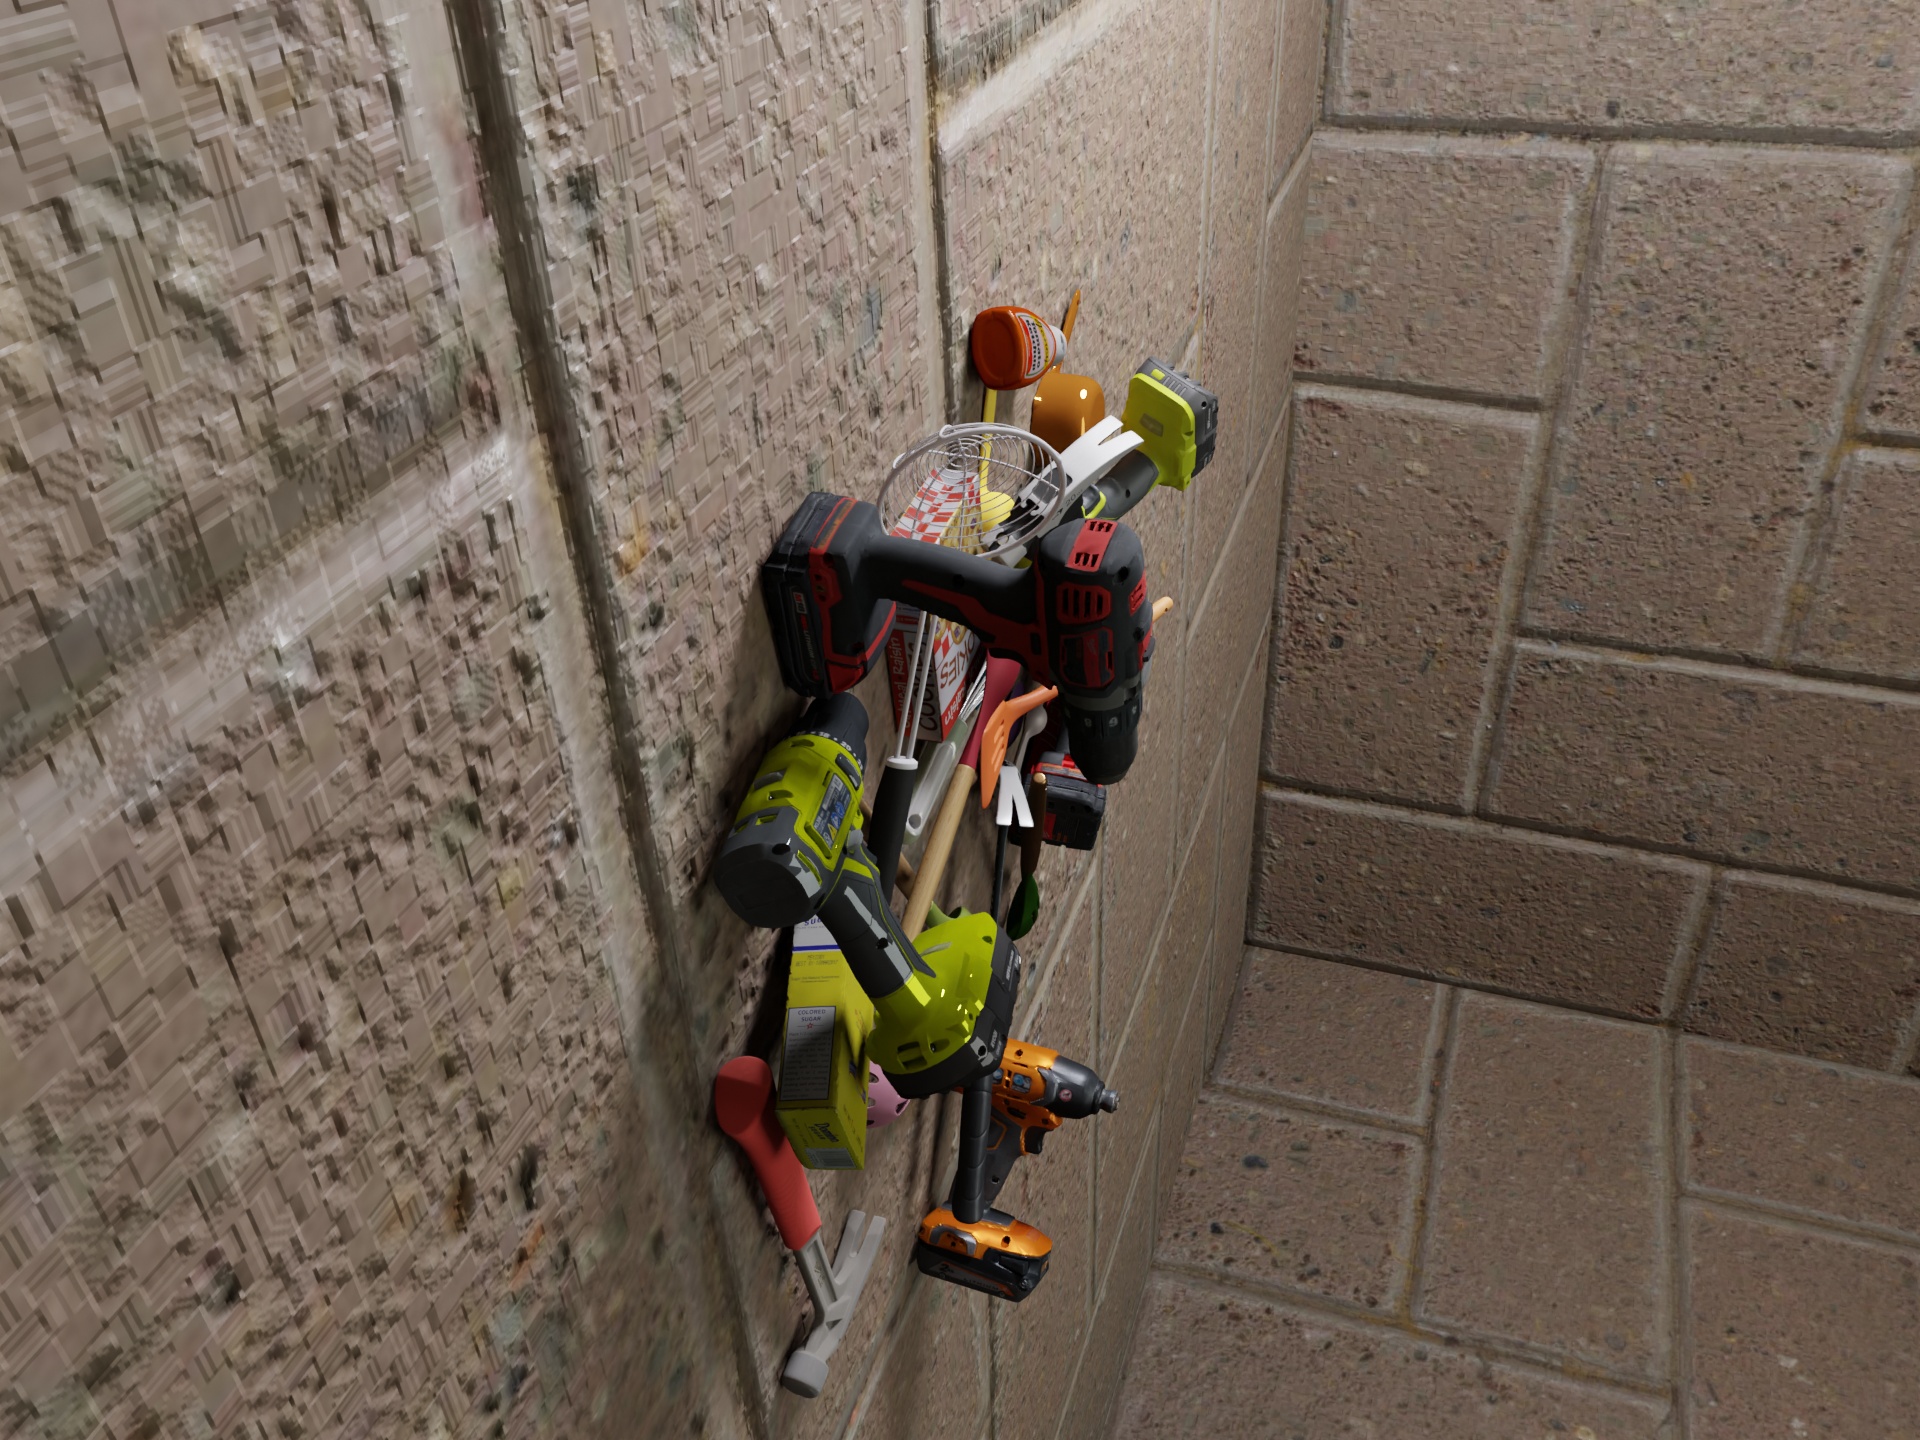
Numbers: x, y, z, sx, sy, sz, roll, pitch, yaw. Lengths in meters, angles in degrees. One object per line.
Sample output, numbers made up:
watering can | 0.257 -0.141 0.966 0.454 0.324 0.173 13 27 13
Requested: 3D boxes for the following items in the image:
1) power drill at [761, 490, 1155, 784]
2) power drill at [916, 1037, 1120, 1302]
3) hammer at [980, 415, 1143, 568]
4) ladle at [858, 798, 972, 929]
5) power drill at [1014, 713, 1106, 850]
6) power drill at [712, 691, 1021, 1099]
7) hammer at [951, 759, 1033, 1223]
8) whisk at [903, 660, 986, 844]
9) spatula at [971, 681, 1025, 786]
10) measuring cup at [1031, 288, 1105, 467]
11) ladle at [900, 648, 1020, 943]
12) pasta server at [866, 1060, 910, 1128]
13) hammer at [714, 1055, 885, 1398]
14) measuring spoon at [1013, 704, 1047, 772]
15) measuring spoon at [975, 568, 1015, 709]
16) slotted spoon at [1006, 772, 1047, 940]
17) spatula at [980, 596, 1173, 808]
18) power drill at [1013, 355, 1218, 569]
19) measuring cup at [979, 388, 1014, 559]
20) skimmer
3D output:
power drill | 0.007 -0.046 0.968 0.187 0.227 0.080 82 24 -44
power drill | 0.053 0.415 1.487 0.084 0.164 0.226 6 96 -74
hammer | 0.106 -0.137 1.341 0.146 0.035 0.334 -47 161 -3
ladle | -0.047 0.127 1.231 0.078 0.062 0.319 -61 150 -22
power drill | 0.111 0.005 1.533 0.143 0.078 0.220 93 9 -66
power drill | -0.053 0.105 0.998 0.228 0.080 0.191 56 27 -24
hammer | 0.025 0.245 1.405 0.149 0.036 0.409 -121 -144 -82
whisk | -0.002 -0.004 1.282 0.057 0.059 0.246 40 57 -26
spatula | 0.029 0.018 1.405 0.316 0.018 0.059 -48 144 -72
measuring cup | 0.111 -0.314 1.467 0.095 0.052 0.174 36 66 -71
ladle | -0.005 0.059 1.208 0.069 0.031 0.315 62 44 -65
pasta server | -0.033 0.287 1.377 0.316 0.040 0.060 -16 114 -76
hammer | -0.113 0.336 1.117 0.358 0.037 0.149 82 24 -46
measuring spoon | 0.065 0.039 1.570 0.034 0.018 0.124 65 38 -62
measuring spoon | 0.023 -0.072 1.386 0.042 0.021 0.128 -25 132 -71
slotted spoon | 0.065 0.129 1.495 0.313 0.031 0.070 92 8 -60
spatula | 0.103 -0.035 1.408 0.322 0.041 0.081 -36 138 -39
power drill | 0.130 -0.210 1.413 0.223 0.080 0.171 -47 160 -15
measuring cup | 0.032 -0.208 1.306 0.062 0.029 0.156 -38 135 -66
skimmer | -0.018 -0.021 1.070 0.090 0.127 0.363 33 -66 60
